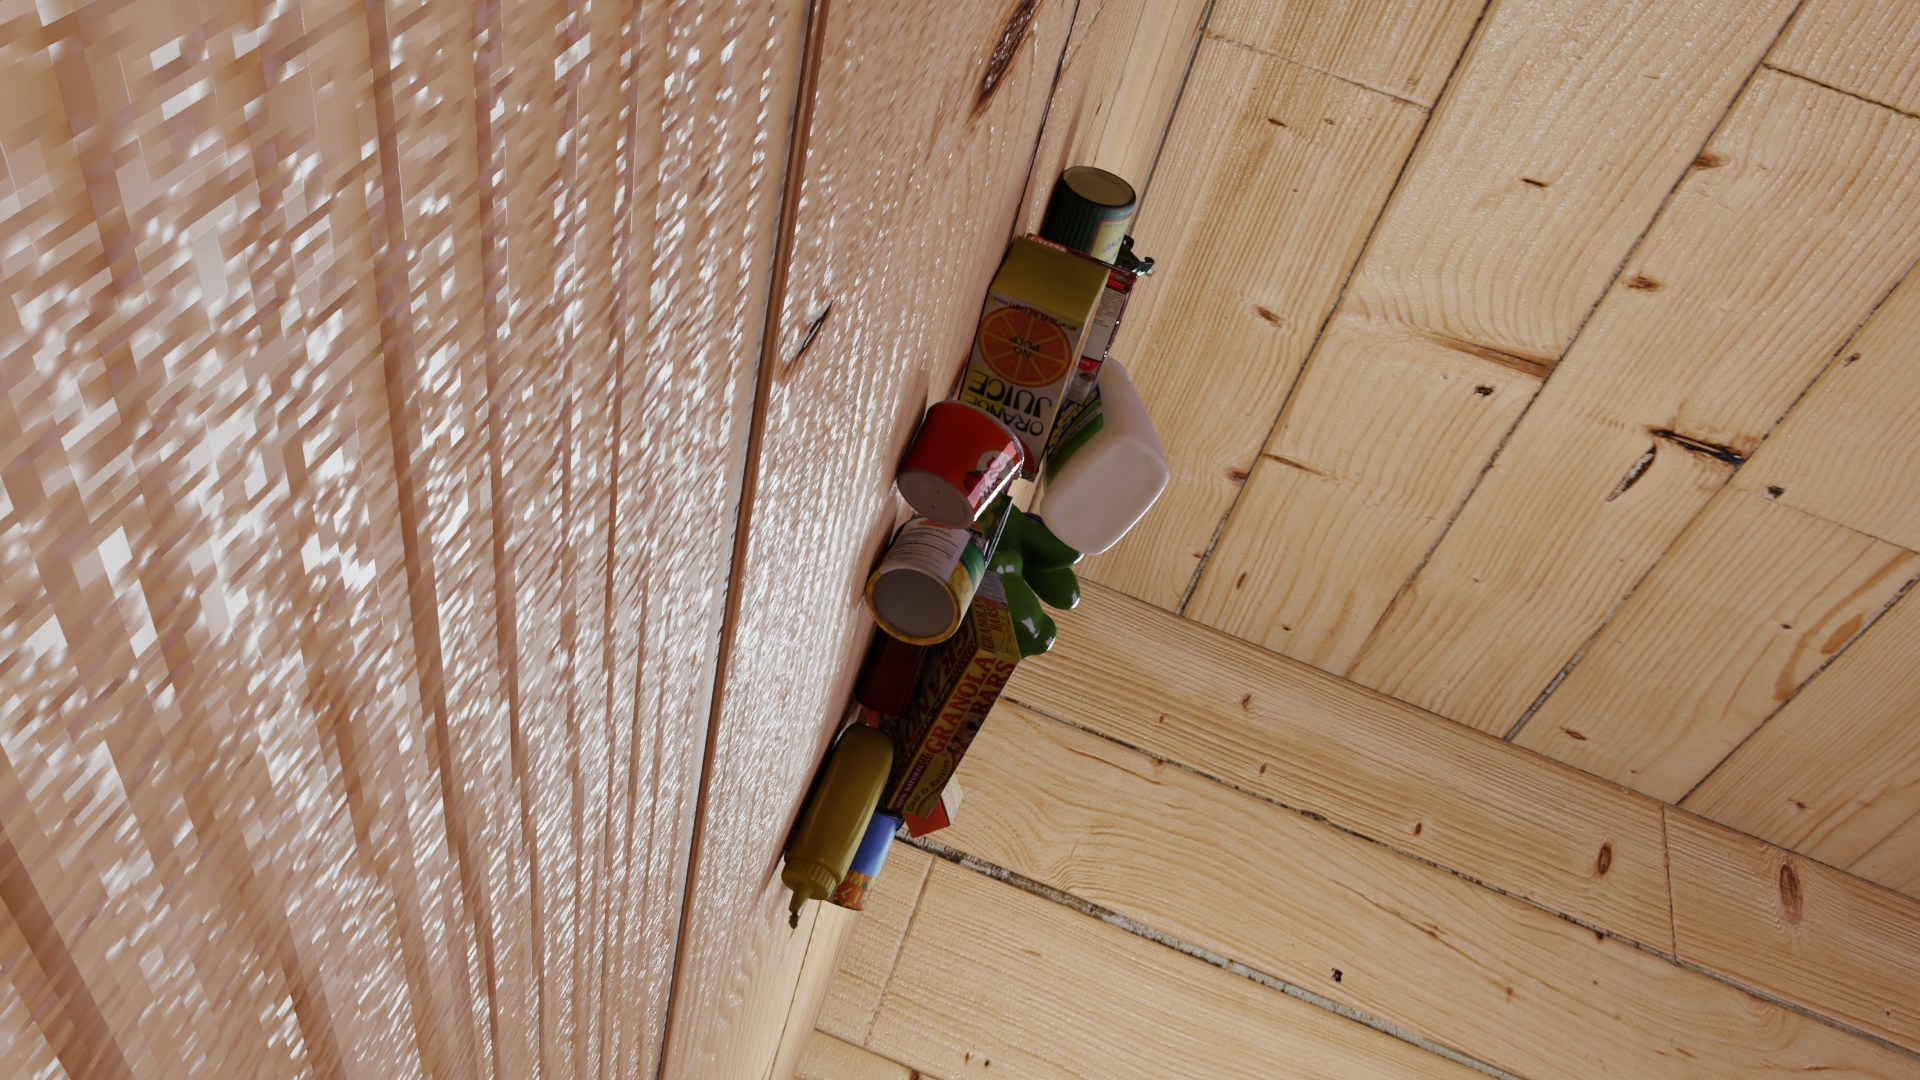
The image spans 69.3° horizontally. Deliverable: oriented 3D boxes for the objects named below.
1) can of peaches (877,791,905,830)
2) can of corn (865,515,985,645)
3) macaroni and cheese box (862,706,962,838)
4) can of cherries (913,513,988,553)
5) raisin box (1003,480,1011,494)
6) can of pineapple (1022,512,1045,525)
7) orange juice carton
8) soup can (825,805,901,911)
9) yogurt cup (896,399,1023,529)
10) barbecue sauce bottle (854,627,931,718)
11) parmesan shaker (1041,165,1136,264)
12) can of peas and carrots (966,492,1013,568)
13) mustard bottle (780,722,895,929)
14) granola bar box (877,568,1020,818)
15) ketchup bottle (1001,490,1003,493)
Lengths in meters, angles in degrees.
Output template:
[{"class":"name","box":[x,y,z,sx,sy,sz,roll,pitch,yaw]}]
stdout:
[{"class":"can of peaches","box":[-0.079,0.243,1.334,0.058,0.071,0.071,-52,163,-77]},{"class":"can of corn","box":[-0.023,0.029,0.913,0.058,0.071,0.070,-62,173,-53]},{"class":"macaroni and cheese box","box":[-0.041,0.194,1.268,0.166,0.040,0.123,30,39,-86]},{"class":"can of cherries","box":[-0.018,0.022,1.024,0.071,0.058,0.071,13,98,-87]},{"class":"raisin box","box":[0.041,-0.078,1.468,0.085,0.040,0.124,108,5,-47]},{"class":"can of pineapple","box":[0.065,0.005,1.460,0.058,0.071,0.071,-170,-78,-86]},{"class":"orange juice carton","box":[0.044,-0.120,1.025,0.191,0.072,0.073,107,6,-47]},{"class":"soup can","box":[-0.094,0.262,1.175,0.071,0.071,0.084,85,27,-82]},{"class":"yogurt cup","box":[-0.003,-0.044,0.845,0.054,0.072,0.072,-58,172,-27]},{"class":"barbecue sauce bottle","box":[-0.037,0.061,1.080,0.065,0.044,0.148,-169,-80,-86]},{"class":"parmesan shaker","box":[0.100,-0.250,1.159,0.072,0.071,0.102,-65,174,-49]},{"class":"can of peas and carrots","box":[0.004,-0.014,1.136,0.071,0.059,0.071,16,95,-86]},{"class":"mustard bottle","box":[-0.096,0.214,1.032,0.065,0.049,0.161,112,2,-52]},{"class":"granola bar box","box":[-0.014,0.116,1.095,0.164,0.039,0.125,-62,-160,25]},{"class":"ketchup bottle","box":[0.010,0.000,1.419,0.148,0.043,0.065,107,9,-45]}]
